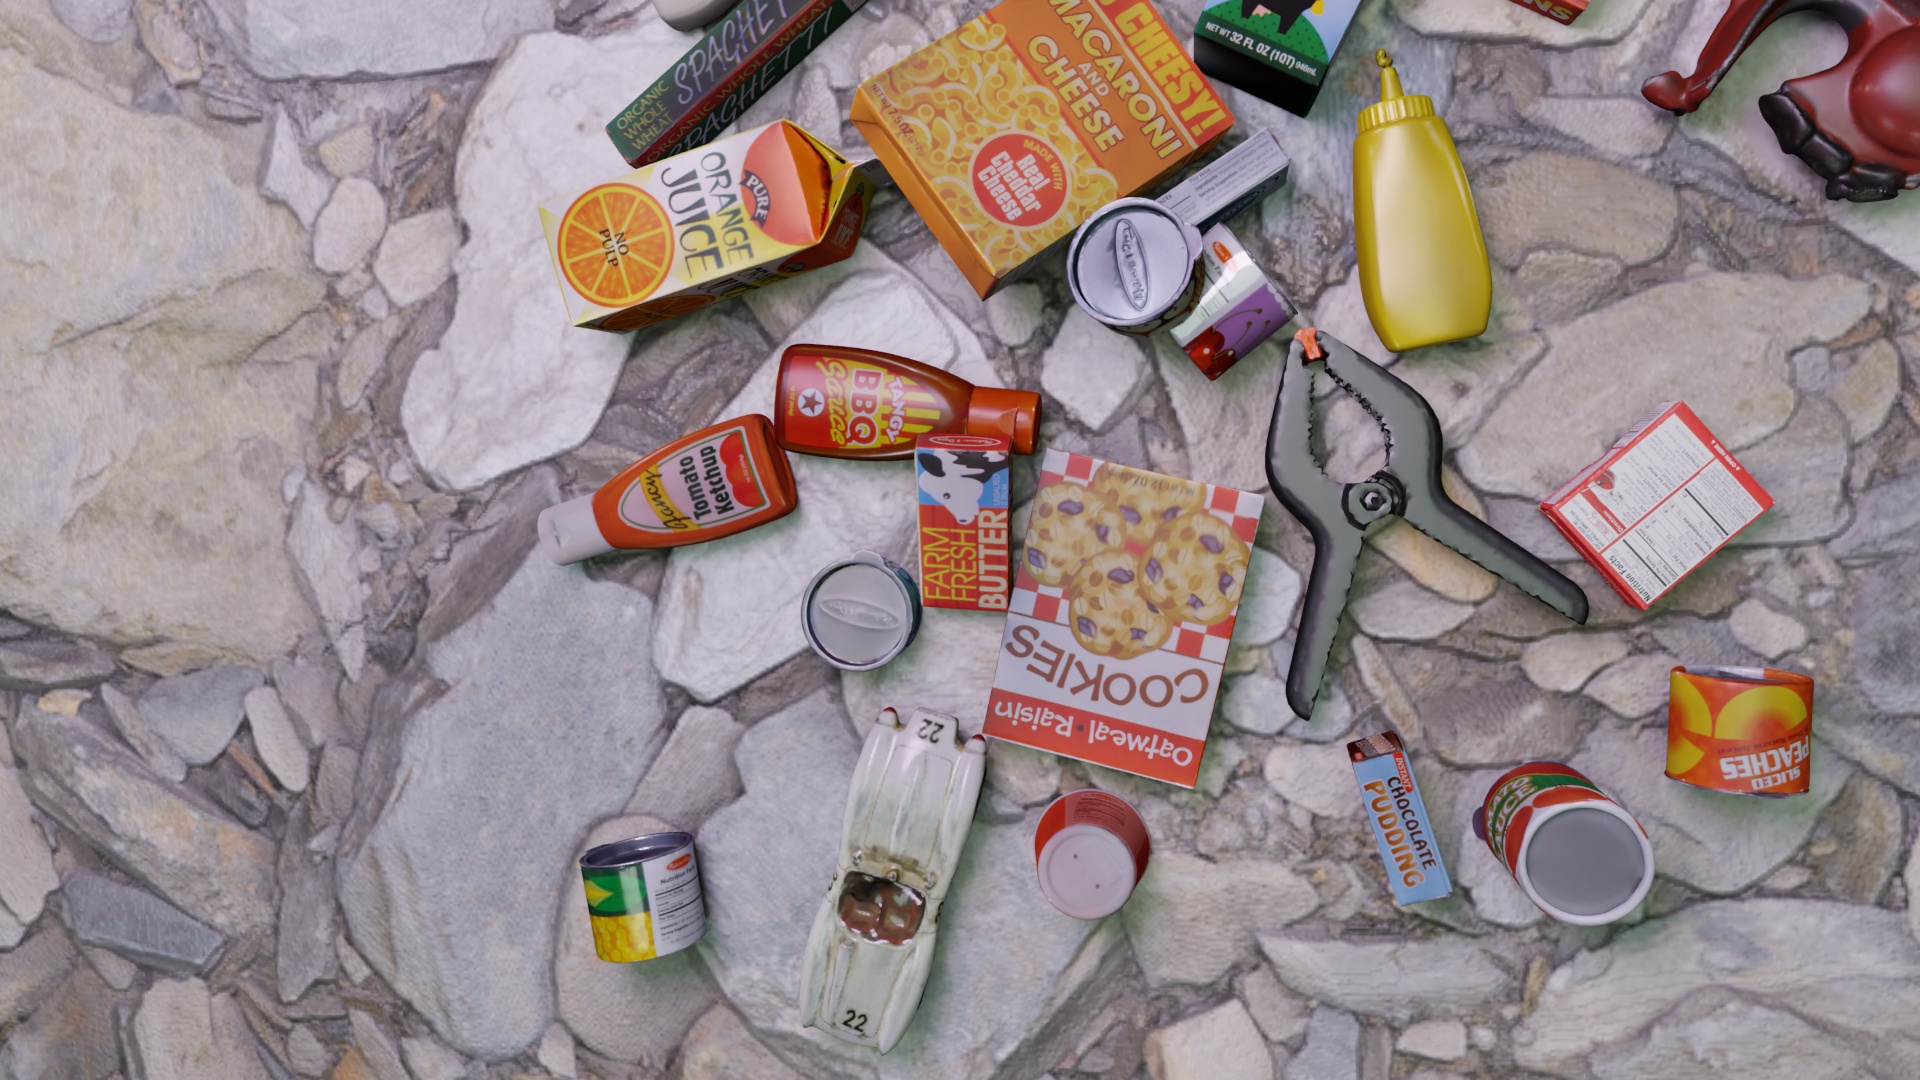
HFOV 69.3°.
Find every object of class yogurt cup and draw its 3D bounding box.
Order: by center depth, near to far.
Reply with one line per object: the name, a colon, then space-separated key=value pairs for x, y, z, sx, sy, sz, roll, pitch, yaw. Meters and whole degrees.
yogurt cup: x=0.073 y=0.179 z=0.784 sx=0.072 sy=0.054 sz=0.072 roll=0 pitch=93 yaw=8

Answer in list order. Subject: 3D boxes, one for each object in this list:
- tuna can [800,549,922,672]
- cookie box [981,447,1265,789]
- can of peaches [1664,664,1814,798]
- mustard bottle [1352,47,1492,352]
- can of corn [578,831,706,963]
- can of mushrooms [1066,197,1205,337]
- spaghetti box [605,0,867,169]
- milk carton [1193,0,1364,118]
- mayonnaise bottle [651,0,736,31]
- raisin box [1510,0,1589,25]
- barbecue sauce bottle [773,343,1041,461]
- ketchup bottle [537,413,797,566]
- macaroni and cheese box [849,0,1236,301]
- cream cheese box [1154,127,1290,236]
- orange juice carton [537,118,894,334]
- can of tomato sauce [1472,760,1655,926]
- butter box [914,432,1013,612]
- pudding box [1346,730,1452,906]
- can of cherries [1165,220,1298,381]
tuna can: x=-0.056 y=0.039 z=0.807 sx=0.071 sy=0.033 sz=0.071 roll=1 pitch=93 yaw=9
cookie box: x=0.090 y=0.042 z=0.781 sx=0.123 sy=0.040 sz=0.167 roll=13 pitch=94 yaw=8
can of peaches: x=0.403 y=0.097 z=0.717 sx=0.071 sy=0.071 sz=0.058 roll=2 pitch=93 yaw=9
mustard bottle: x=0.240 y=-0.183 z=0.740 sx=0.065 sy=0.049 sz=0.160 roll=-9 pitch=91 yaw=9
can of corn: x=-0.189 y=0.210 z=0.822 sx=0.071 sy=0.071 sz=0.058 roll=-9 pitch=92 yaw=10
can of mushrooms: x=0.093 y=-0.139 z=0.712 sx=0.071 sy=0.033 sz=0.071 roll=-2 pitch=84 yaw=22
spaghetti box: x=-0.096 y=-0.298 z=0.787 sx=0.250 sy=0.050 sz=0.029 roll=-38 pitch=85 yaw=9
milk carton: x=0.195 y=-0.330 z=0.726 sx=0.072 sy=0.073 sz=0.190 roll=27 pitch=97 yaw=7
mayonnaise bottle: x=-0.113 y=-0.351 z=0.792 sx=0.148 sy=0.041 sz=0.064 roll=-24 pitch=91 yaw=9
raisin box: x=0.313 y=-0.346 z=0.724 sx=0.086 sy=0.040 sz=0.123 roll=28 pitch=98 yaw=6
barbecue sauce bottle: x=-0.029 y=-0.074 z=0.792 sx=0.148 sy=0.044 sz=0.064 roll=7 pitch=97 yaw=8
ketchup bottle: x=-0.174 y=-0.024 z=0.818 sx=0.149 sy=0.043 sz=0.064 roll=-18 pitch=90 yaw=10
macaroni and cheese box: x=0.044 y=-0.224 z=0.741 sx=0.167 sy=0.040 sz=0.123 roll=-35 pitch=89 yaw=-16
cream cheese box: x=0.129 y=-0.181 z=0.755 sx=0.103 sy=0.053 sz=0.024 roll=-32 pitch=86 yaw=9
orange juice carton: x=-0.130 y=-0.181 z=0.788 sx=0.192 sy=0.072 sz=0.073 roll=-16 pitch=91 yaw=10
can of tomato sauce: x=0.314 y=0.157 z=0.728 sx=0.071 sy=0.083 sz=0.071 roll=1 pitch=93 yaw=9
butter box: x=0.003 y=-0.010 z=0.780 sx=0.053 sy=0.024 sz=0.103 roll=3 pitch=119 yaw=8
pudding box: x=0.239 y=0.151 z=0.757 sx=0.030 sy=0.050 sz=0.083 roll=-18 pitch=90 yaw=11
can of cherries: x=0.139 y=-0.127 z=0.750 sx=0.058 sy=0.071 sz=0.071 roll=-40 pitch=87 yaw=14
